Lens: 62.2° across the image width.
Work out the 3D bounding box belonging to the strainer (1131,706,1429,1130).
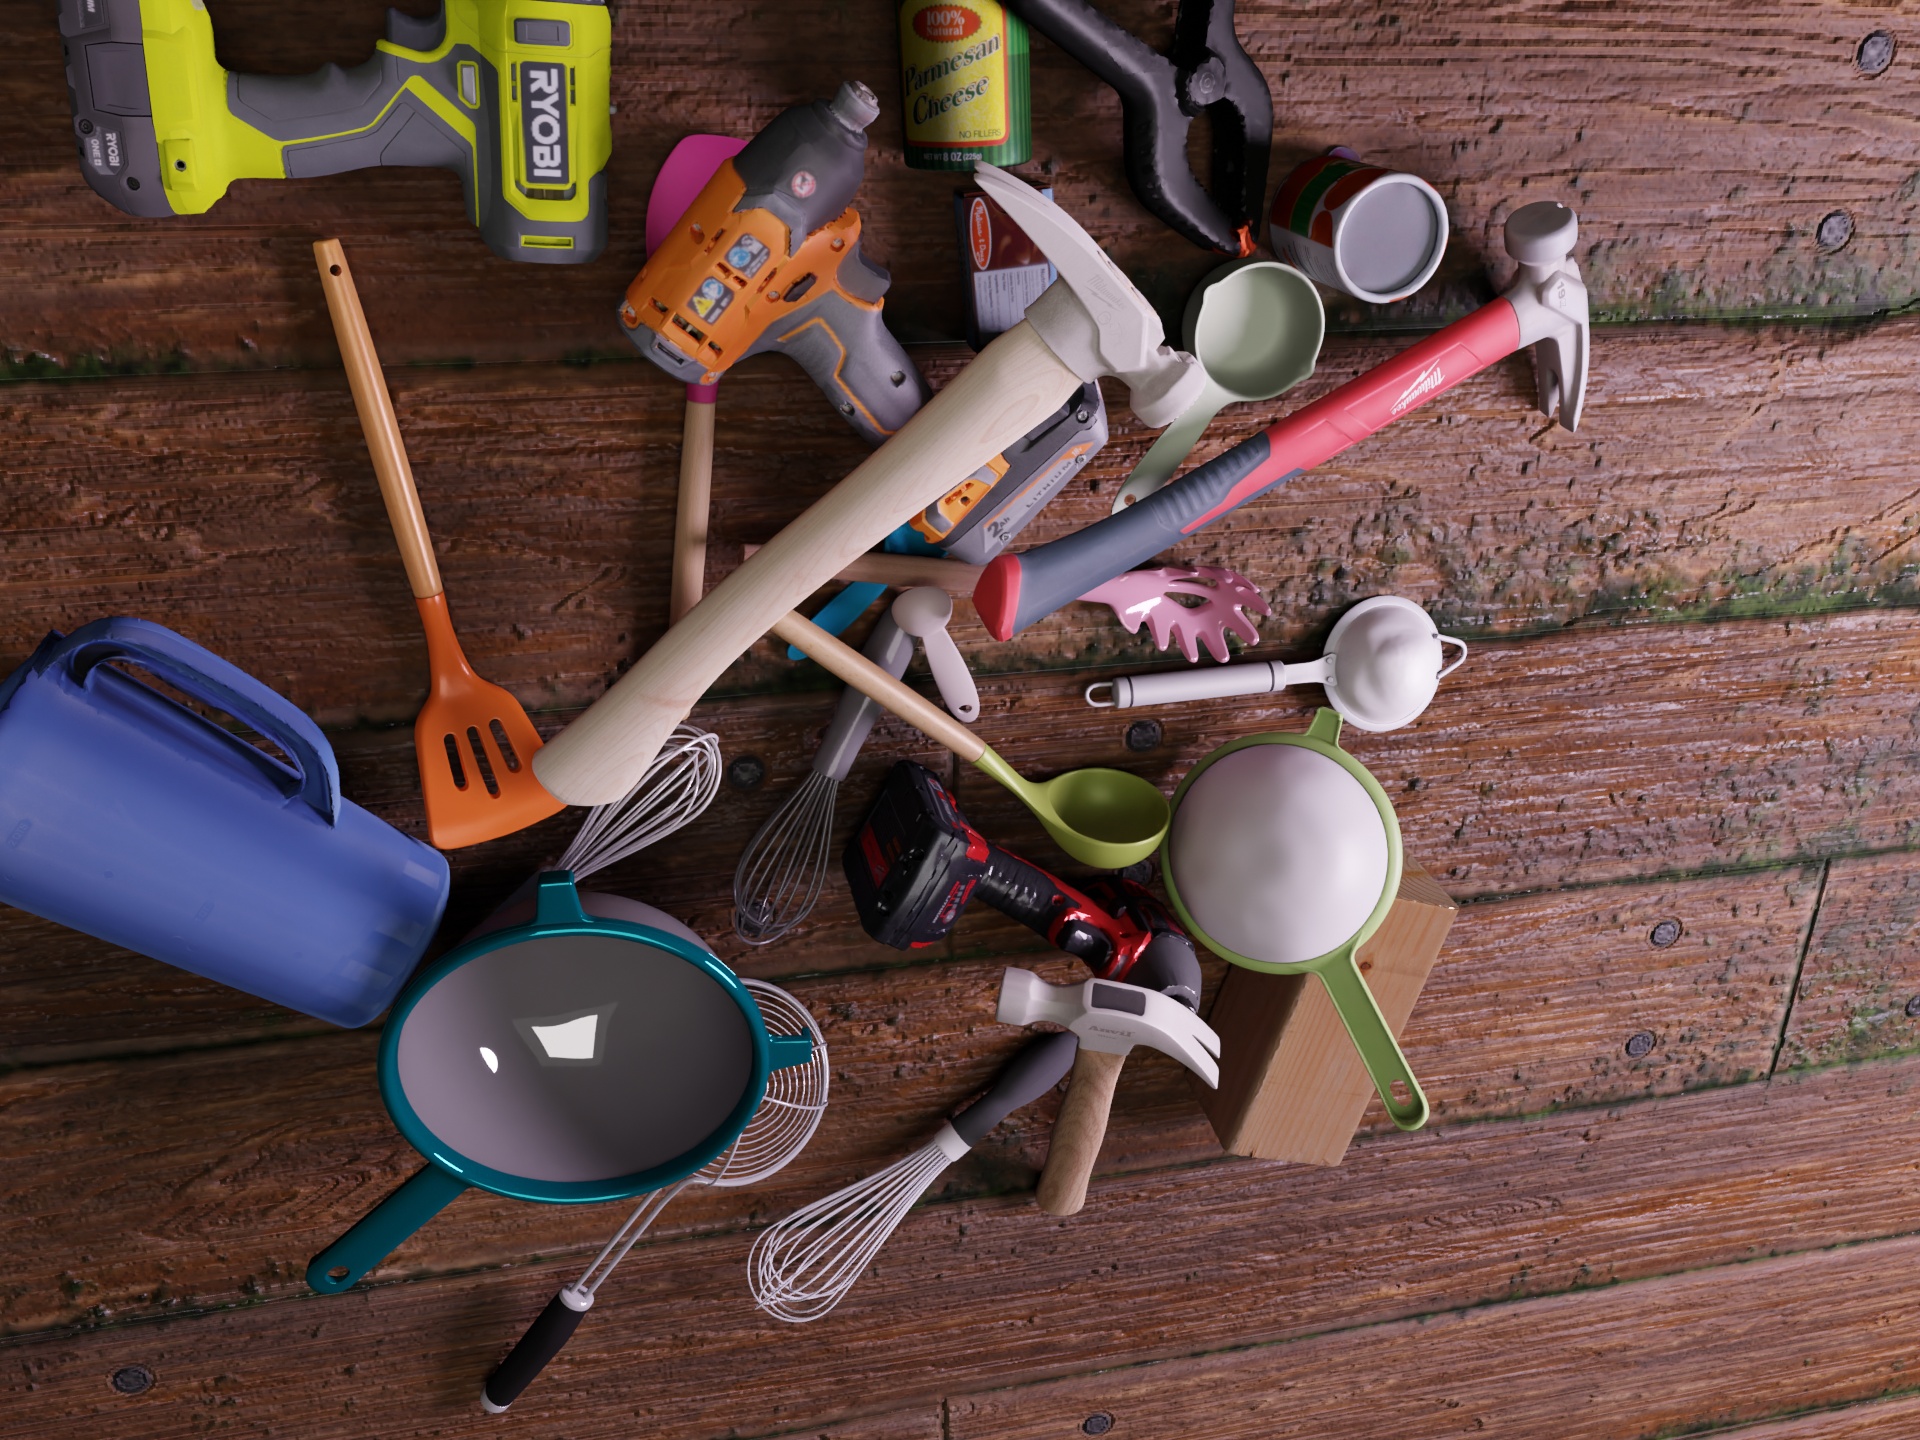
[{"bbox_3d":[0.209,0.128,0.951,0.151,0.069,0.256,-30,77,19],"label":"strainer"}]

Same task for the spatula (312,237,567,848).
[{"bbox_3d":[-0.284,-0.087,0.836,0.081,0.041,0.322,-20,117,-22],"label":"spatula"}]

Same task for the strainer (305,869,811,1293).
[{"bbox_3d":[-0.263,0.211,0.928,0.340,0.095,0.210,-40,120,17],"label":"strainer"}]

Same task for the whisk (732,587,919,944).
[{"bbox_3d":[-0.075,0.030,0.942,0.055,0.055,0.239,22,103,-22],"label":"whisk"}]

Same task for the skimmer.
[{"bbox_3d":[-0.217,0.322,1.049,0.127,0.090,0.363,31,114,-15],"label":"skimmer"}]

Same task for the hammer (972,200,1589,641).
[{"bbox_3d":[0.185,-0.140,0.895,0.386,0.038,0.143,-30,133,-5],"label":"hammer"}]

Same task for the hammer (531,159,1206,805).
[{"bbox_3d":[-0.082,-0.091,0.797,0.410,0.038,0.146,-38,115,22],"label":"hammer"}]

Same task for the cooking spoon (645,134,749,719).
[{"bbox_3d":[-0.142,-0.147,0.857,0.068,0.017,0.318,1,113,-17],"label":"cooking spoon"}]

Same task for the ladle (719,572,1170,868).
[{"bbox_3d":[-0.001,-0.003,0.913,0.319,0.078,0.062,34,112,-29],"label":"ladle"}]

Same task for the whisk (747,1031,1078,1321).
[{"bbox_3d":[-0.030,0.305,1.075,0.284,0.070,0.070,-40,117,1],"label":"whisk"}]

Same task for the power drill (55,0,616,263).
[{"bbox_3d":[-0.272,-0.310,0.718,0.228,0.080,0.190,-3,115,-16],"label":"power drill"}]

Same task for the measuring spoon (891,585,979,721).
[{"bbox_3d":[-0.009,-0.032,0.918,0.034,0.018,0.124,-16,141,7],"label":"measuring spoon"}]

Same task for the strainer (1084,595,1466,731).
[{"bbox_3d":[0.203,-0.027,0.988,0.258,0.050,0.087,-6,100,-8],"label":"strainer"}]

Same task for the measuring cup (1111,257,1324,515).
[{"bbox_3d":[0.134,-0.185,0.898,0.083,0.038,0.167,31,106,-24],"label":"measuring cup"}]

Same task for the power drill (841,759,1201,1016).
[{"bbox_3d":[0.046,0.116,0.957,0.219,0.143,0.078,26,103,-21],"label":"power drill"}]

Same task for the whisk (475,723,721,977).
[{"bbox_3d":[-0.231,0.089,0.932,0.246,0.059,0.058,-42,80,11],"label":"whisk"}]

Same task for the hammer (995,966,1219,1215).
[{"bbox_3d":[0.080,0.246,0.996,0.130,0.031,0.331,9,145,4],"label":"hammer"}]

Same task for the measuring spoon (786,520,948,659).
[{"bbox_3d":[-0.056,-0.082,0.913,0.128,0.021,0.042,-41,129,17],"label":"measuring spoon"}]

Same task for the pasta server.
[{"bbox_3d":[0.030,-0.076,0.908,0.316,0.040,0.060,3,128,-21],"label":"pasta server"}]

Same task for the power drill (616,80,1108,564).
[{"bbox_3d":[-0.034,-0.196,0.794,0.226,0.084,0.164,33,119,-24],"label":"power drill"}]
